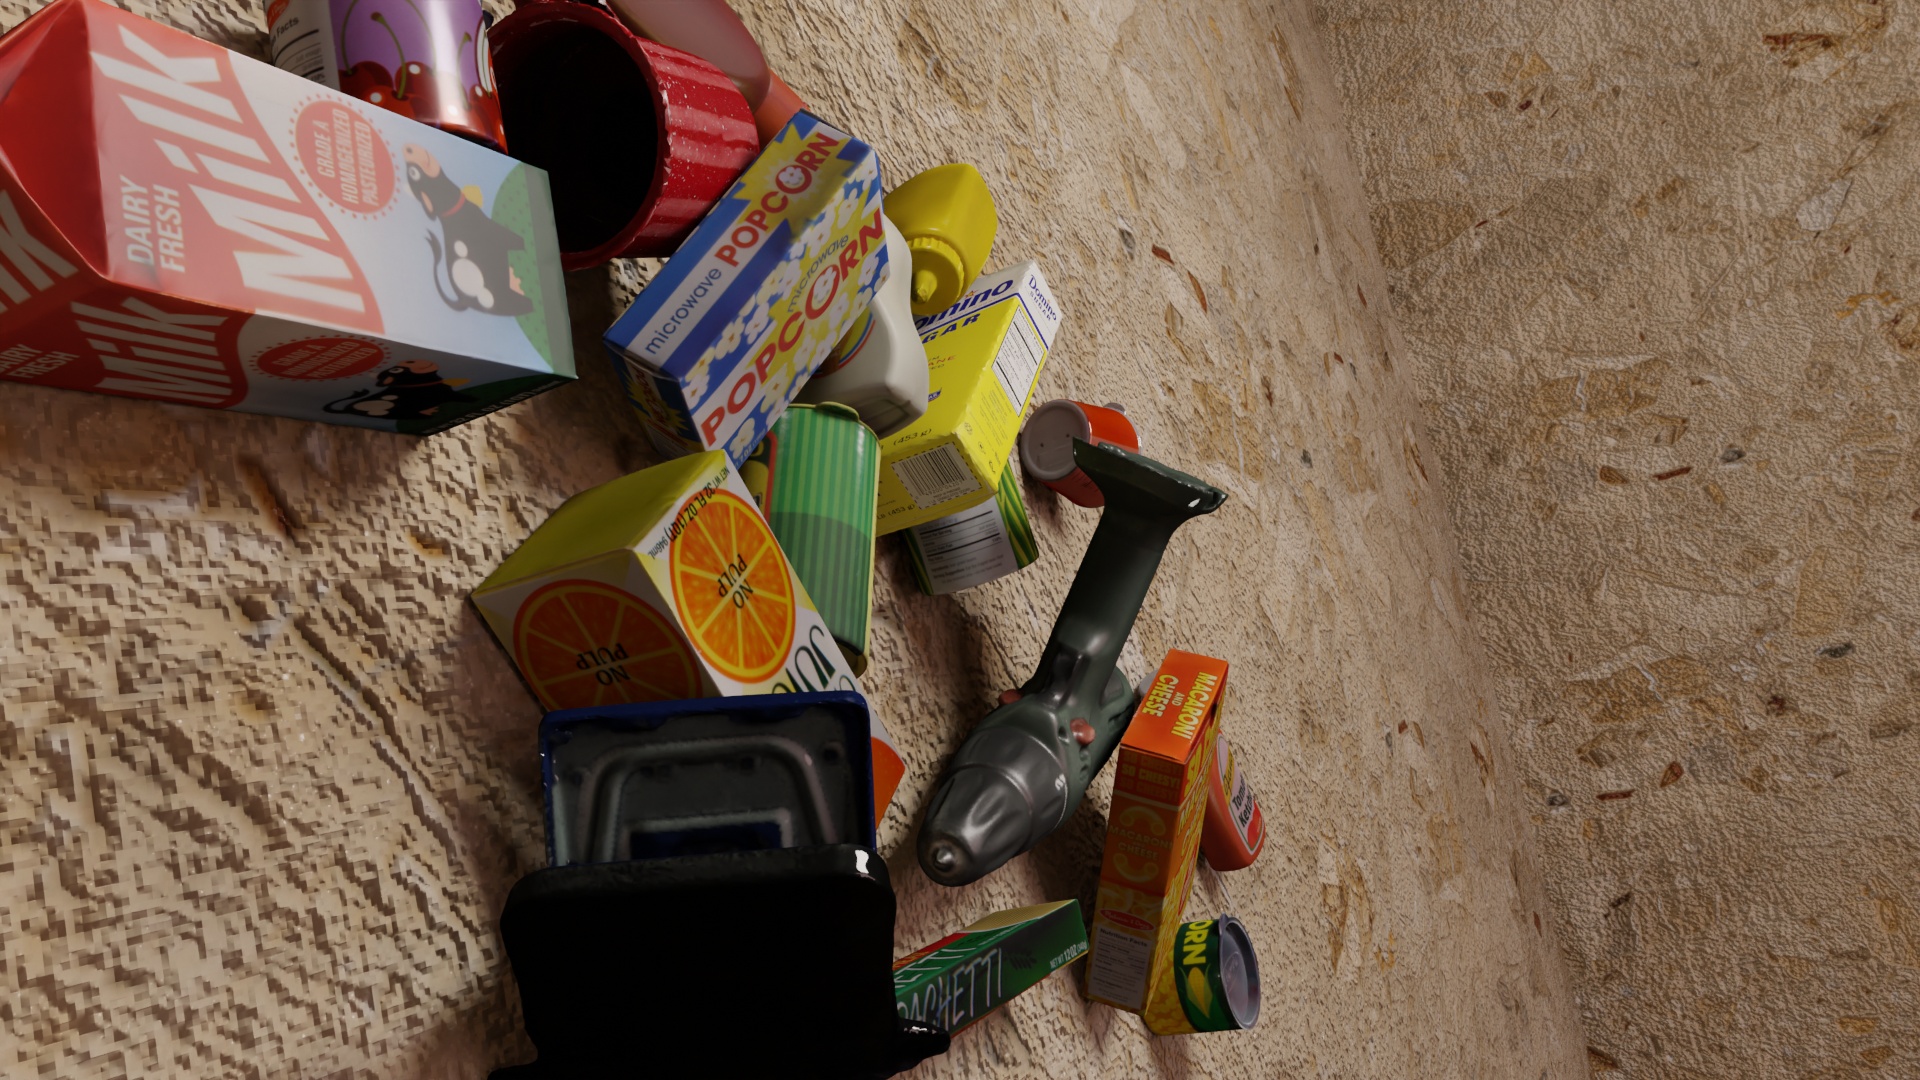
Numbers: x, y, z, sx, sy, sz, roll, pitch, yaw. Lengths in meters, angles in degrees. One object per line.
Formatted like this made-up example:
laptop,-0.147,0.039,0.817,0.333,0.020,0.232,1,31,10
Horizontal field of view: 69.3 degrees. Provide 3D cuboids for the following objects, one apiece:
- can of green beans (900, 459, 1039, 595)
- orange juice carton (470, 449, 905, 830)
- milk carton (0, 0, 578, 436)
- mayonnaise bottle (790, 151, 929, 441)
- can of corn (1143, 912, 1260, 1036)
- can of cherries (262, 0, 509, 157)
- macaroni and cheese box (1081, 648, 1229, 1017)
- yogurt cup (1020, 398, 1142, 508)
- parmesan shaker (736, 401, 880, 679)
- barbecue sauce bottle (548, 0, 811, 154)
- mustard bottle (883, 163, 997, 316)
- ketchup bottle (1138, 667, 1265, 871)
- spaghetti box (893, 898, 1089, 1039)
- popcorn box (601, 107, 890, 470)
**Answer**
can of green beans,0.002,-0.009,0.722,0.071,0.071,0.057,-30,103,-63
orange juice carton,-0.083,0.071,0.509,0.192,0.073,0.072,63,28,-22
milk carton,-0.199,-0.080,0.371,0.191,0.072,0.073,5,72,-61
mayonnaise bottle,-0.051,-0.116,0.633,0.041,0.064,0.148,31,46,-50
can of corn,0.144,0.266,0.852,0.071,0.058,0.071,38,44,-49
can of cherries,-0.180,-0.146,0.446,0.071,0.071,0.058,0,76,-62
macaroni and cheese box,0.113,0.163,0.791,0.124,0.040,0.165,-44,143,-61
yogurt cup,0.075,-0.059,0.894,0.054,0.072,0.072,16,61,-50
parmesan shaker,-0.067,0.002,0.579,0.071,0.071,0.103,40,43,-48
barbecue sauce bottle,-0.123,-0.223,0.627,0.148,0.043,0.065,33,48,-54
mustard bottle,-0.016,-0.157,0.749,0.161,0.065,0.048,-82,150,-57
ketchup bottle,0.168,0.157,0.974,0.148,0.043,0.065,63,29,-20
spaghetti box,-0.016,0.196,0.594,0.250,0.050,0.029,2,73,-62
popcorn box,-0.079,-0.093,0.546,0.127,0.038,0.085,-55,164,-20
